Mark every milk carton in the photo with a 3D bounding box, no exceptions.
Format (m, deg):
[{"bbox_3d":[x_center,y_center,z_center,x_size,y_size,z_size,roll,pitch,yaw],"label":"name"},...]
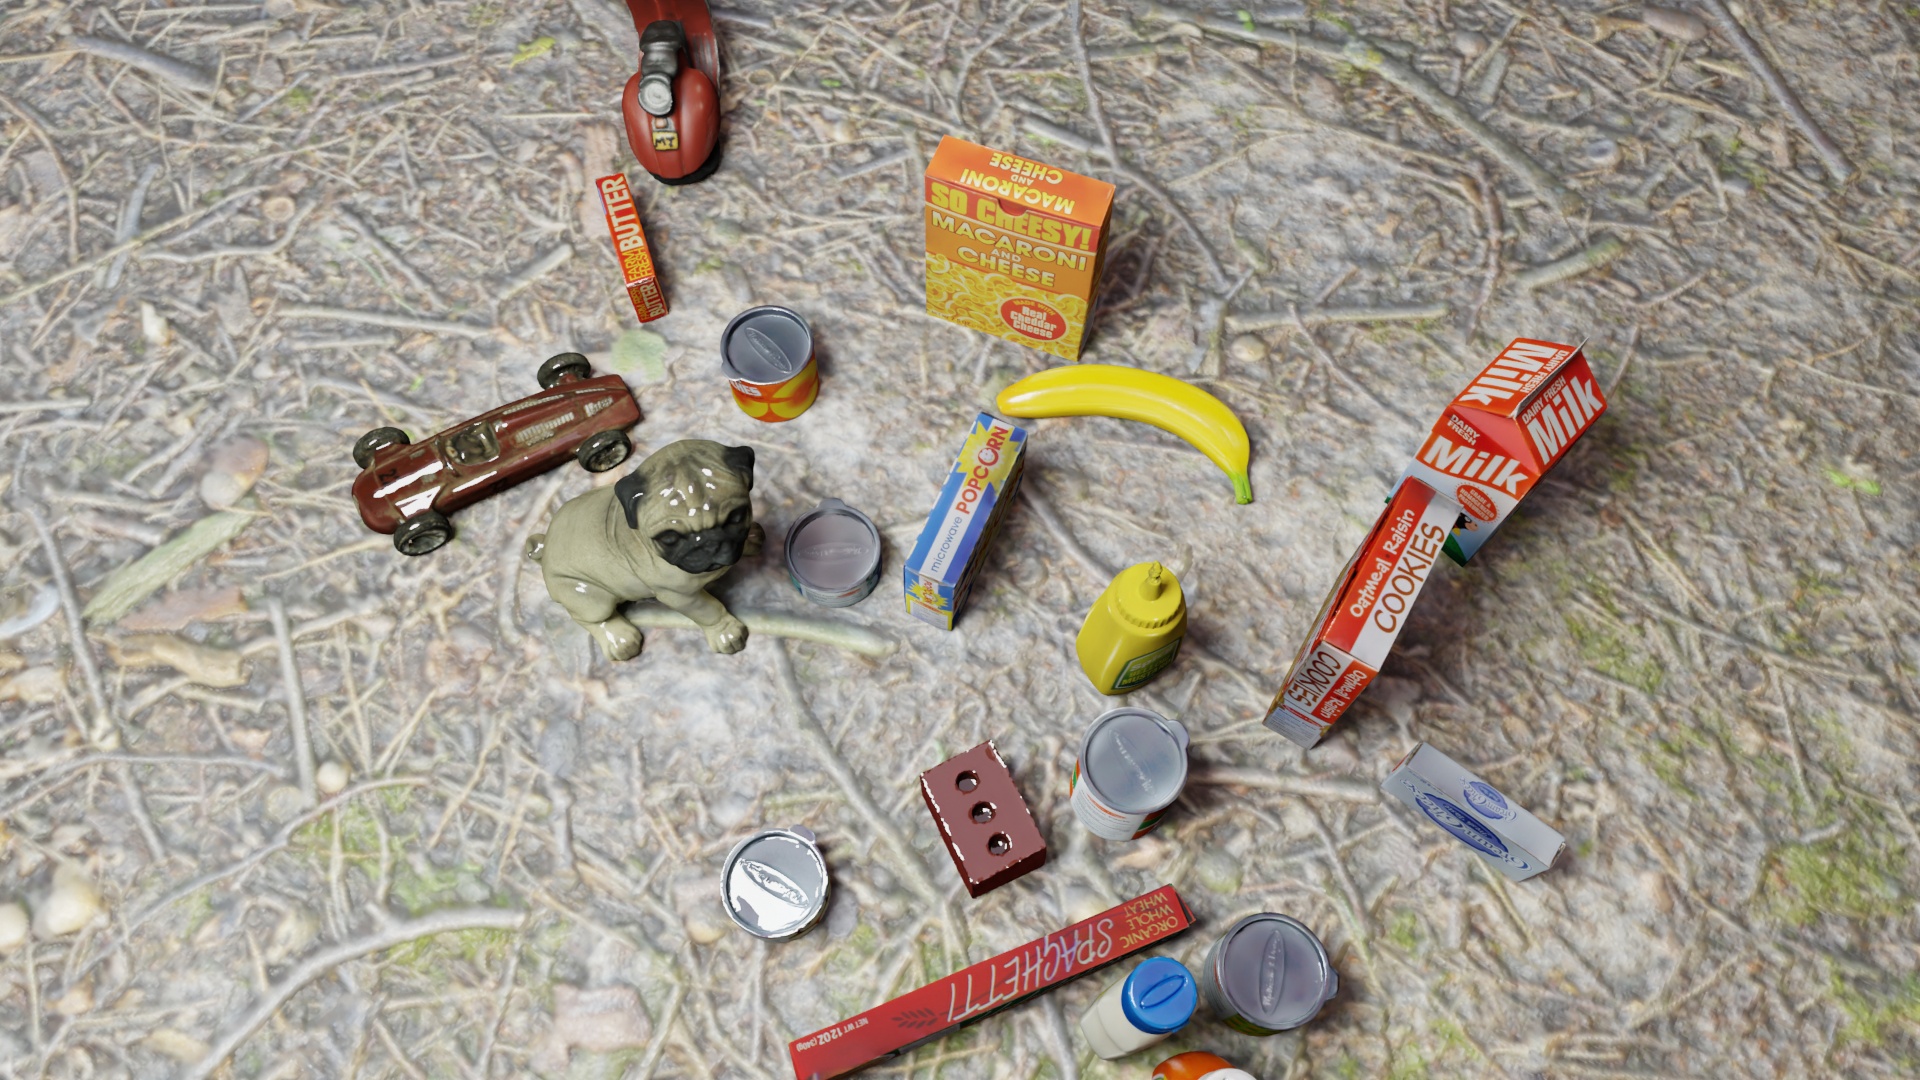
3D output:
[{"bbox_3d":[0.352,-0.063,0.908,0.072,0.189,0.073,-41,73,-17],"label":"milk carton"}]

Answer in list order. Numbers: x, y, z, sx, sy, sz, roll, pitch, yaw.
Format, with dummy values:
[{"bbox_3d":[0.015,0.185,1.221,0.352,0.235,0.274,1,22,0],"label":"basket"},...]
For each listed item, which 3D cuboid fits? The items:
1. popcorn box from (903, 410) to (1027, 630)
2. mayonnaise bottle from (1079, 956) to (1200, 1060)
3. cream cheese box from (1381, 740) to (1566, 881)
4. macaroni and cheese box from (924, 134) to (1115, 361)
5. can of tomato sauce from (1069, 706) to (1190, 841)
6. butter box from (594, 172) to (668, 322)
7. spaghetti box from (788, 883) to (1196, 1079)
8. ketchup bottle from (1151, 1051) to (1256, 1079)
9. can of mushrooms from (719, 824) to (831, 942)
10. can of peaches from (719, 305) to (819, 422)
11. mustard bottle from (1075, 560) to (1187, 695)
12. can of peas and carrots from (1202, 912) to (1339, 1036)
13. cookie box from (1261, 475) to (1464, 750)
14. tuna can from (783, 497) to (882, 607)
[{"bbox_3d":[0.003,-0.012,0.938,0.038,0.085,0.127,22,67,9],"label":"popcorn box"},{"bbox_3d":[0.104,0.261,0.782,0.065,0.147,0.041,-28,69,-12],"label":"mayonnaise bottle"},{"bbox_3d":[0.322,0.171,0.877,0.104,0.053,0.024,36,70,14],"label":"cream cheese box"},{"bbox_3d":[0.038,-0.201,0.980,0.124,0.165,0.040,18,67,7],"label":"macaroni and cheese box"},{"bbox_3d":[0.105,0.146,0.869,0.071,0.082,0.071,0,66,-1],"label":"can of tomato sauce"},{"bbox_3d":[-0.248,-0.220,1.047,0.024,0.053,0.104,-17,67,-8],"label":"butter box"},{"bbox_3d":[0.020,0.267,0.832,0.250,0.050,0.029,-20,68,-9],"label":"spaghetti box"},{"bbox_3d":[0.137,0.311,0.759,0.043,0.148,0.065,-13,67,-6],"label":"ketchup bottle"},{"bbox_3d":[-0.113,0.213,0.864,0.071,0.033,0.071,0,66,-1],"label":"can of mushrooms"},{"bbox_3d":[-0.138,-0.125,1.003,0.071,0.057,0.071,0,66,-1],"label":"can of peaches"},{"bbox_3d":[0.111,0.051,0.870,0.065,0.159,0.049,-24,69,-11],"label":"mustard bottle"},{"bbox_3d":[0.184,0.261,0.832,0.071,0.058,0.071,0,66,-1],"label":"can of peas and carrots"},{"bbox_3d":[0.247,0.049,0.869,0.040,0.166,0.123,29,69,12],"label":"cookie box"},{"bbox_3d":[-0.087,0.009,0.956,0.071,0.032,0.071,0,66,-1],"label":"tuna can"}]
